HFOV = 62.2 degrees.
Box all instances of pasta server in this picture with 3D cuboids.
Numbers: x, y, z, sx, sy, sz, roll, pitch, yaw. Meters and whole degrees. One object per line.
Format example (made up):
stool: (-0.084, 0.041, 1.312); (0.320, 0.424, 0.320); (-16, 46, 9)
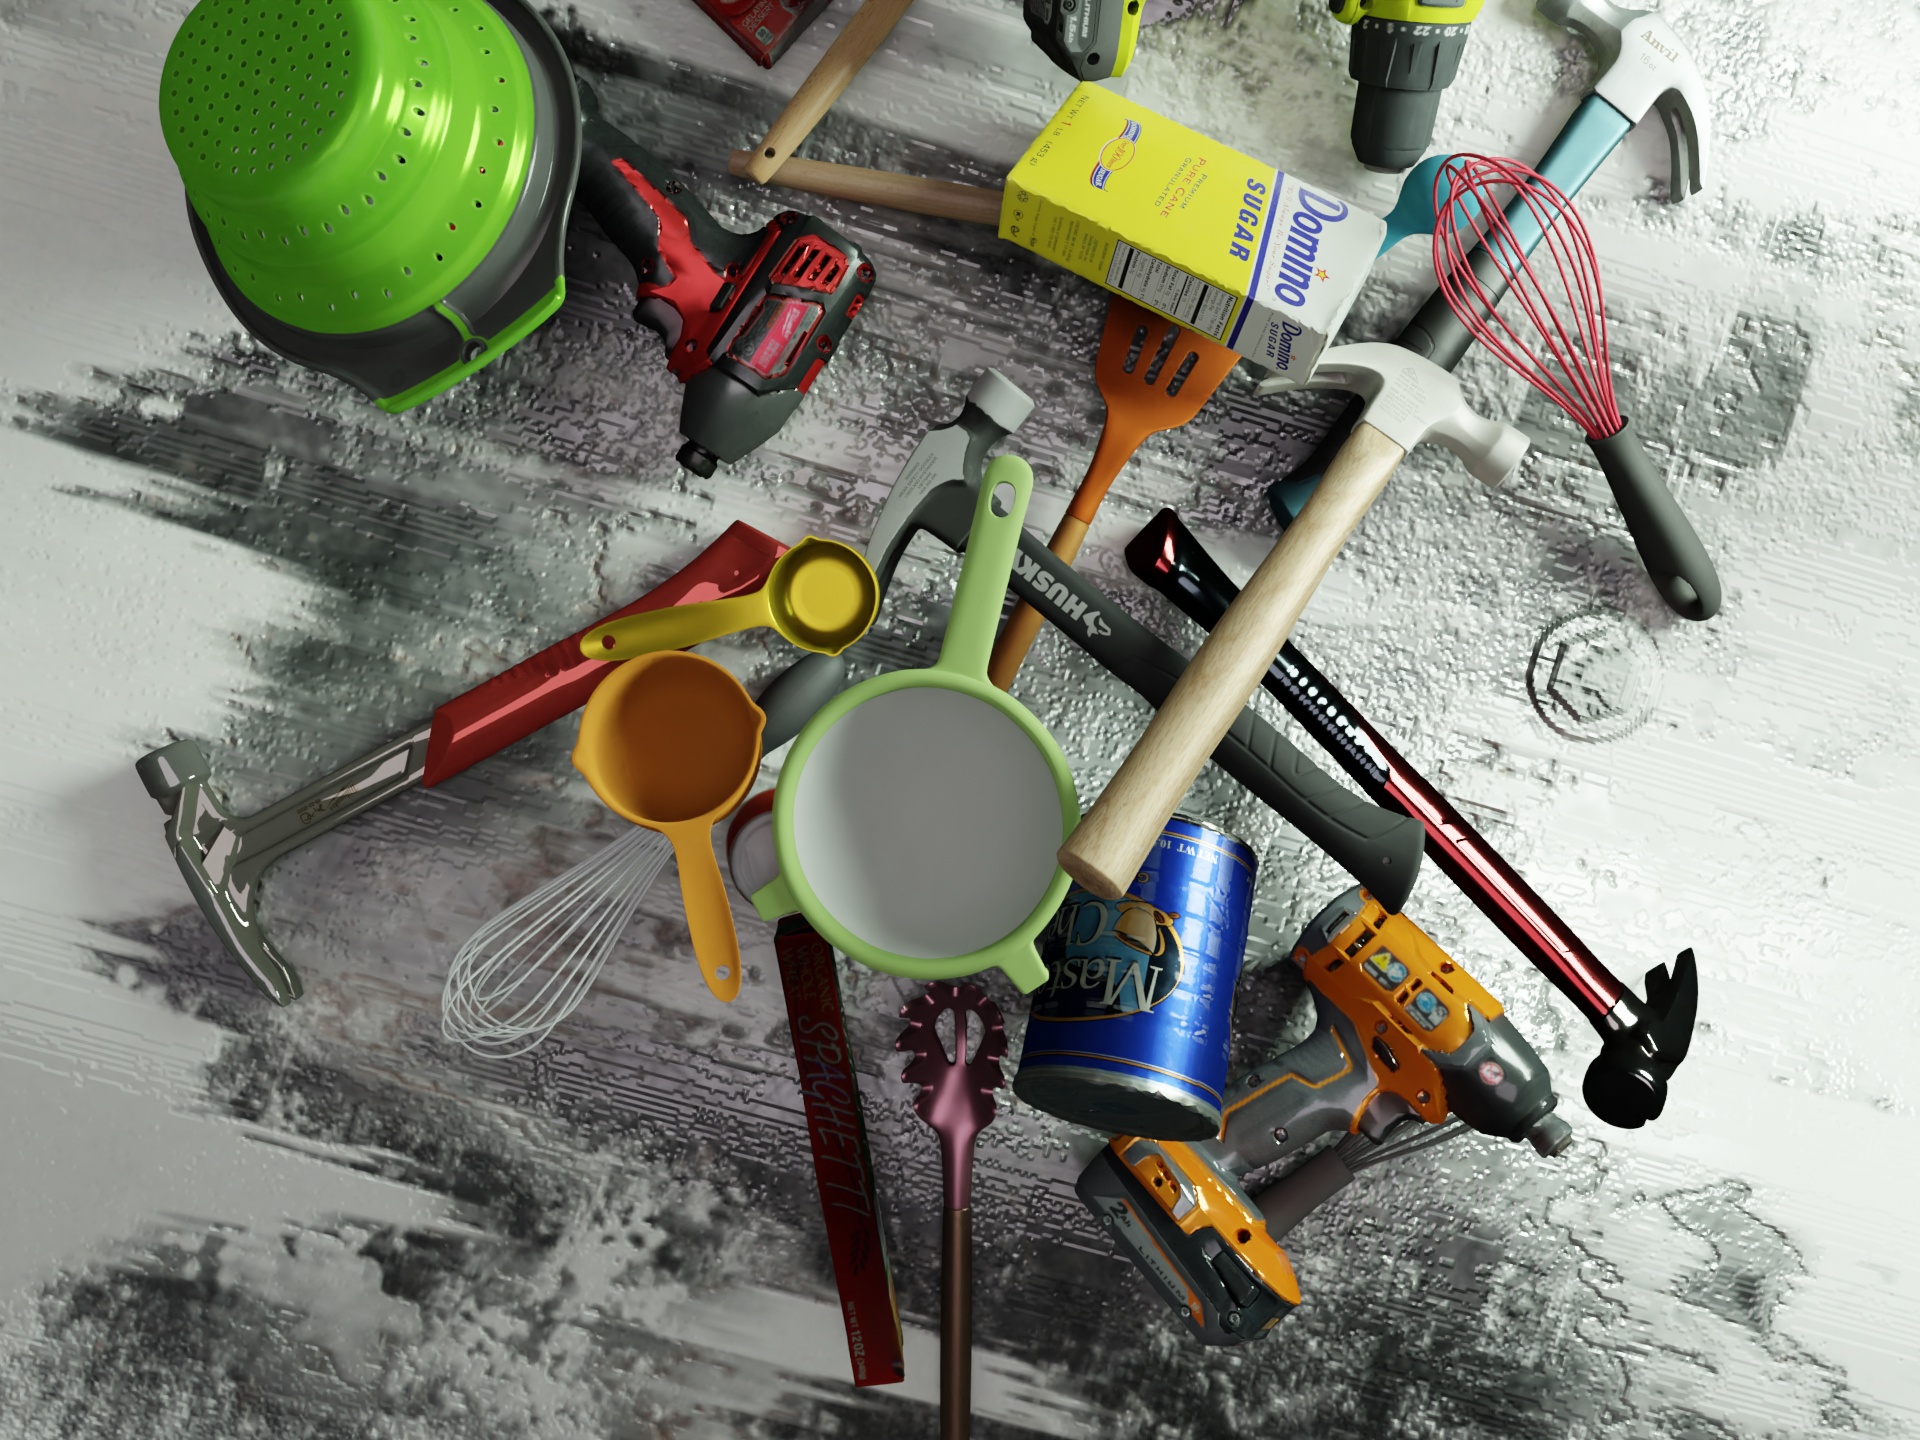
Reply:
pasta server: (-0.003, 0.293, 0.867); (0.060, 0.040, 0.316); (1, 95, 9)

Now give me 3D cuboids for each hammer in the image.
hammer: (0.094, -0.021, 0.804); (0.335, 0.035, 0.146); (41, 100, 10)
hammer: (0.146, -0.056, 0.768); (0.130, 0.031, 0.331); (36, 71, 3)
hammer: (0.273, -0.232, 0.847); (0.128, 0.033, 0.331); (37, 92, -3)
hammer: (0.238, 0.031, 0.843); (0.386, 0.143, 0.038); (47, 129, 5)
hammer: (-0.240, 0.005, 0.836); (0.359, 0.037, 0.149); (-28, 95, 0)

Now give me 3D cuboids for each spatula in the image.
spatula: (0.051, -0.086, 0.852); (0.081, 0.041, 0.322); (27, 96, -3)
spatula: (-0.012, -0.404, 0.810); (0.082, 0.044, 0.317); (37, 87, -7)
spatula: (0.036, -0.270, 0.840); (0.316, 0.018, 0.060); (8, 90, -4)

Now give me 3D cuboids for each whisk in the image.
whisk: (-0.164, 0.066, 0.838); (0.284, 0.070, 0.070); (-45, 95, -5)
whisk: (0.208, 0.244, 0.870); (0.239, 0.055, 0.055); (-38, 95, 4)
whisk: (0.324, -0.165, 0.818); (0.073, 0.073, 0.295); (-38, 111, 0)

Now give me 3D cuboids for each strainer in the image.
strainer: (-0.001, -0.003, 0.789); (0.151, 0.069, 0.256); (14, 94, 7)

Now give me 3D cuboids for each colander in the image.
colander: (-0.319, -0.336, 0.728); (0.204, 0.094, 0.397); (-30, 77, 10)

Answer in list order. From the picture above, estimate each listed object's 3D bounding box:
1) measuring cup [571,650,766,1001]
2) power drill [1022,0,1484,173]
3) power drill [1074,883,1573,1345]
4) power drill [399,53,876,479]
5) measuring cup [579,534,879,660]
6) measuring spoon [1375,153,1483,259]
measuring cup: (-0.132, 0.054, 0.788); (0.095, 0.052, 0.174); (-13, 82, -5)
power drill: (0.152, -0.370, 0.780); (0.228, 0.080, 0.190); (-3, 121, -11)
power drill: (0.189, 0.216, 0.821); (0.226, 0.084, 0.164); (-45, 61, 1)
power drill: (-0.168, -0.230, 0.806); (0.219, 0.078, 0.143); (32, 92, -7)
measuring cup: (-0.117, -0.054, 0.811); (0.156, 0.029, 0.062); (-11, 96, 7)
measuring spoon: (0.212, -0.251, 0.826); (0.128, 0.021, 0.042); (-32, 76, 9)
